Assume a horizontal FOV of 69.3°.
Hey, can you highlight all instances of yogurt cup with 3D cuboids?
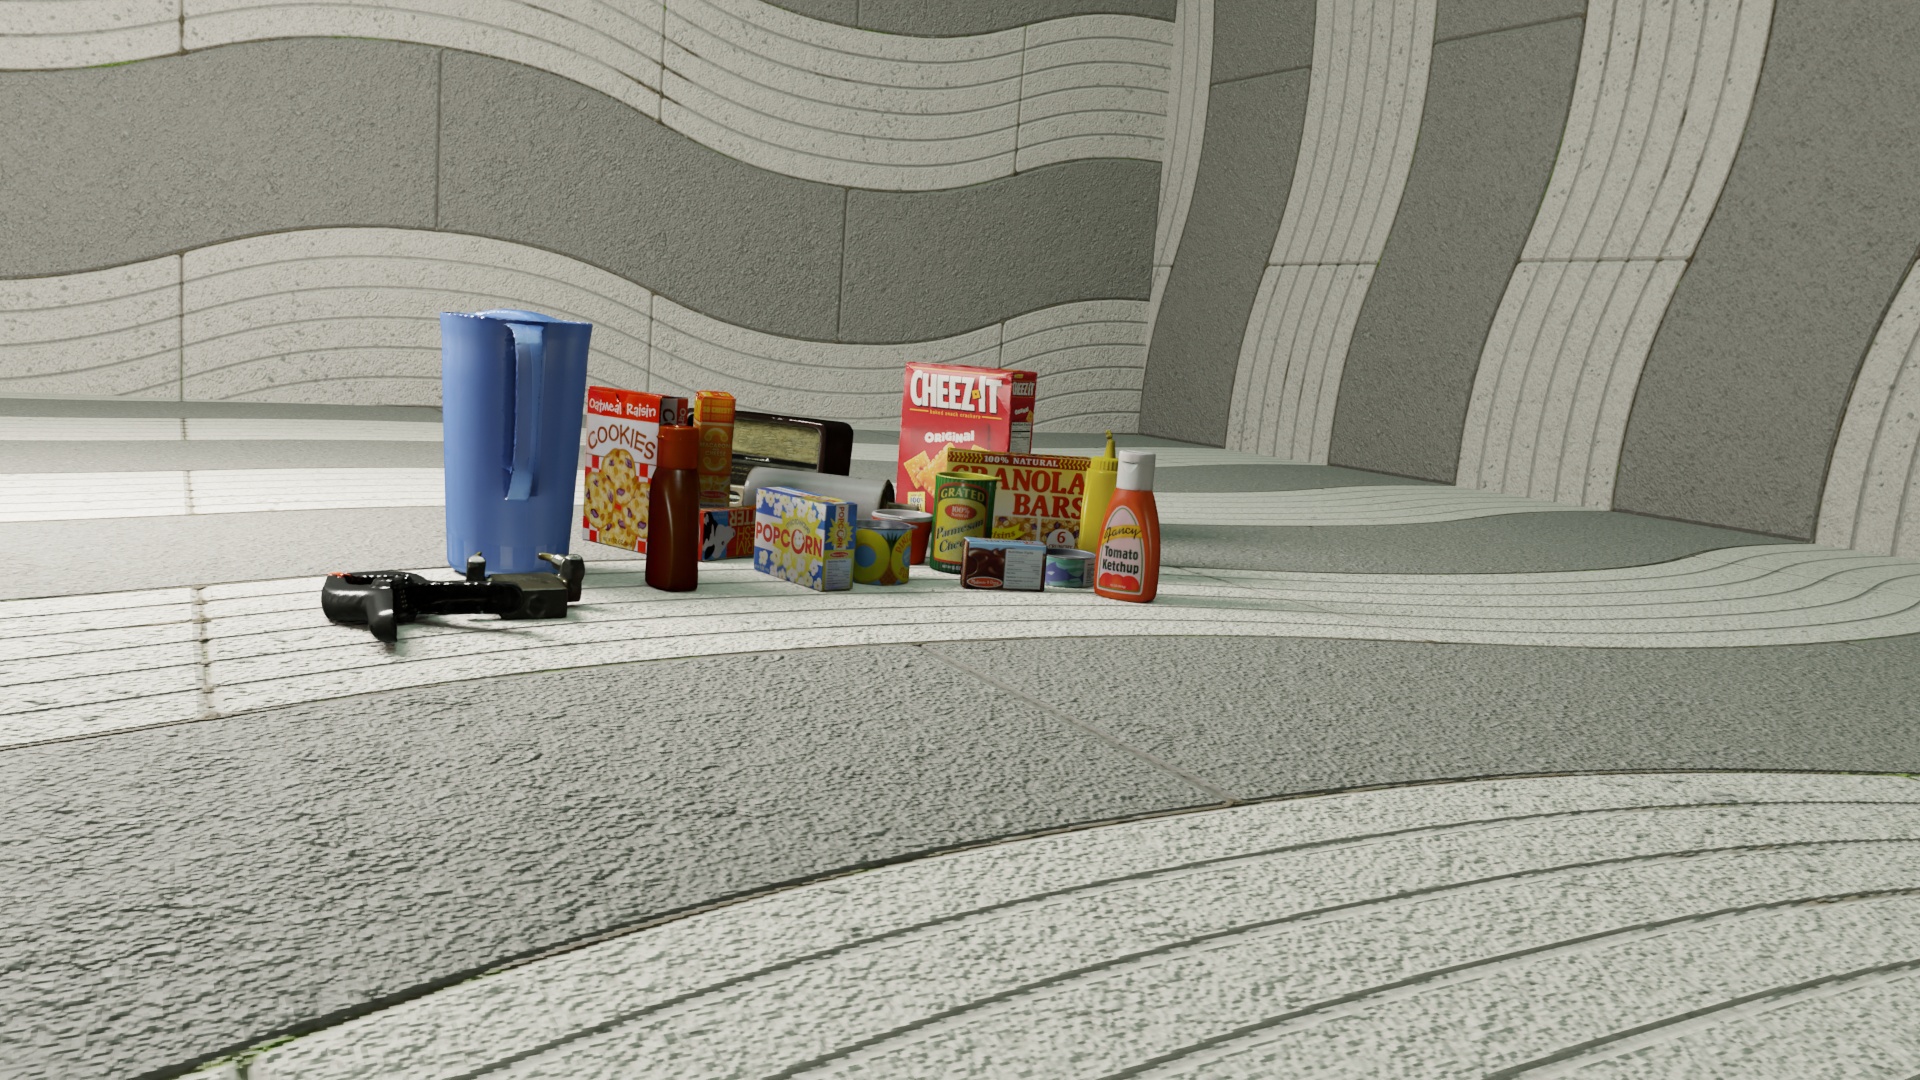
[{"bbox_3d":[-0.065,-0.004,1.521,0.072,0.054,0.072,4,8,0],"label":"yogurt cup"}]

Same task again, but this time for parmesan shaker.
[{"bbox_3d":[0.005,-0.019,1.488,0.071,0.103,0.071,4,8,0],"label":"parmesan shaker"}]

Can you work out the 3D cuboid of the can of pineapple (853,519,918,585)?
[{"bbox_3d":[-0.081,0.012,1.393,0.071,0.057,0.071,4,8,0],"label":"can of pineapple"}]

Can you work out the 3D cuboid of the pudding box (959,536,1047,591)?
[{"bbox_3d":[0.043,0.024,1.400,0.084,0.049,0.030,3,8,-11],"label":"pudding box"}]

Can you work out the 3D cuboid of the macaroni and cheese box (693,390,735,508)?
[{"bbox_3d":[-0.278,-0.080,1.545,0.040,0.166,0.124,2,8,-14],"label":"macaroni and cheese box"}]

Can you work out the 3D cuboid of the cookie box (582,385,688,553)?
[{"bbox_3d":[-0.347,-0.075,1.473,0.123,0.167,0.040,10,10,37],"label":"cookie box"}]

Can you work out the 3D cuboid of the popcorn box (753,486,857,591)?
[{"bbox_3d":[-0.154,-0.003,1.361,0.038,0.085,0.127,-2,10,-40],"label":"popcorn box"}]

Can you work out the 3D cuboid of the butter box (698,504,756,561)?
[{"bbox_3d":[-0.242,-0.009,1.465,0.024,0.053,0.104,10,10,35],"label":"butter box"}]

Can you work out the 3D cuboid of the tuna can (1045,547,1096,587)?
[{"bbox_3d":[0.108,0.028,1.463,0.071,0.032,0.071,4,8,0],"label":"tuna can"}]

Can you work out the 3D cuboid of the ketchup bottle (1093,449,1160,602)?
[{"bbox_3d":[0.171,-0.015,1.391,0.065,0.148,0.043,9,9,30],"label":"ketchup bottle"}]

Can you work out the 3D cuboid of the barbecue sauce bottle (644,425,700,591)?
[{"bbox_3d":[-0.262,-0.031,1.274,0.044,0.148,0.065,-1,9,-34],"label":"barbecue sauce bottle"}]

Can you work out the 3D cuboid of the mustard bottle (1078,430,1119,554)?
[{"bbox_3d":[0.159,-0.041,1.519,0.049,0.160,0.065,6,8,14],"label":"mustard bottle"}]

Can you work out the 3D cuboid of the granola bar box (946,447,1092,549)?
[{"bbox_3d":[0.063,-0.038,1.577,0.166,0.124,0.039,4,8,-3],"label":"granola bar box"}]
